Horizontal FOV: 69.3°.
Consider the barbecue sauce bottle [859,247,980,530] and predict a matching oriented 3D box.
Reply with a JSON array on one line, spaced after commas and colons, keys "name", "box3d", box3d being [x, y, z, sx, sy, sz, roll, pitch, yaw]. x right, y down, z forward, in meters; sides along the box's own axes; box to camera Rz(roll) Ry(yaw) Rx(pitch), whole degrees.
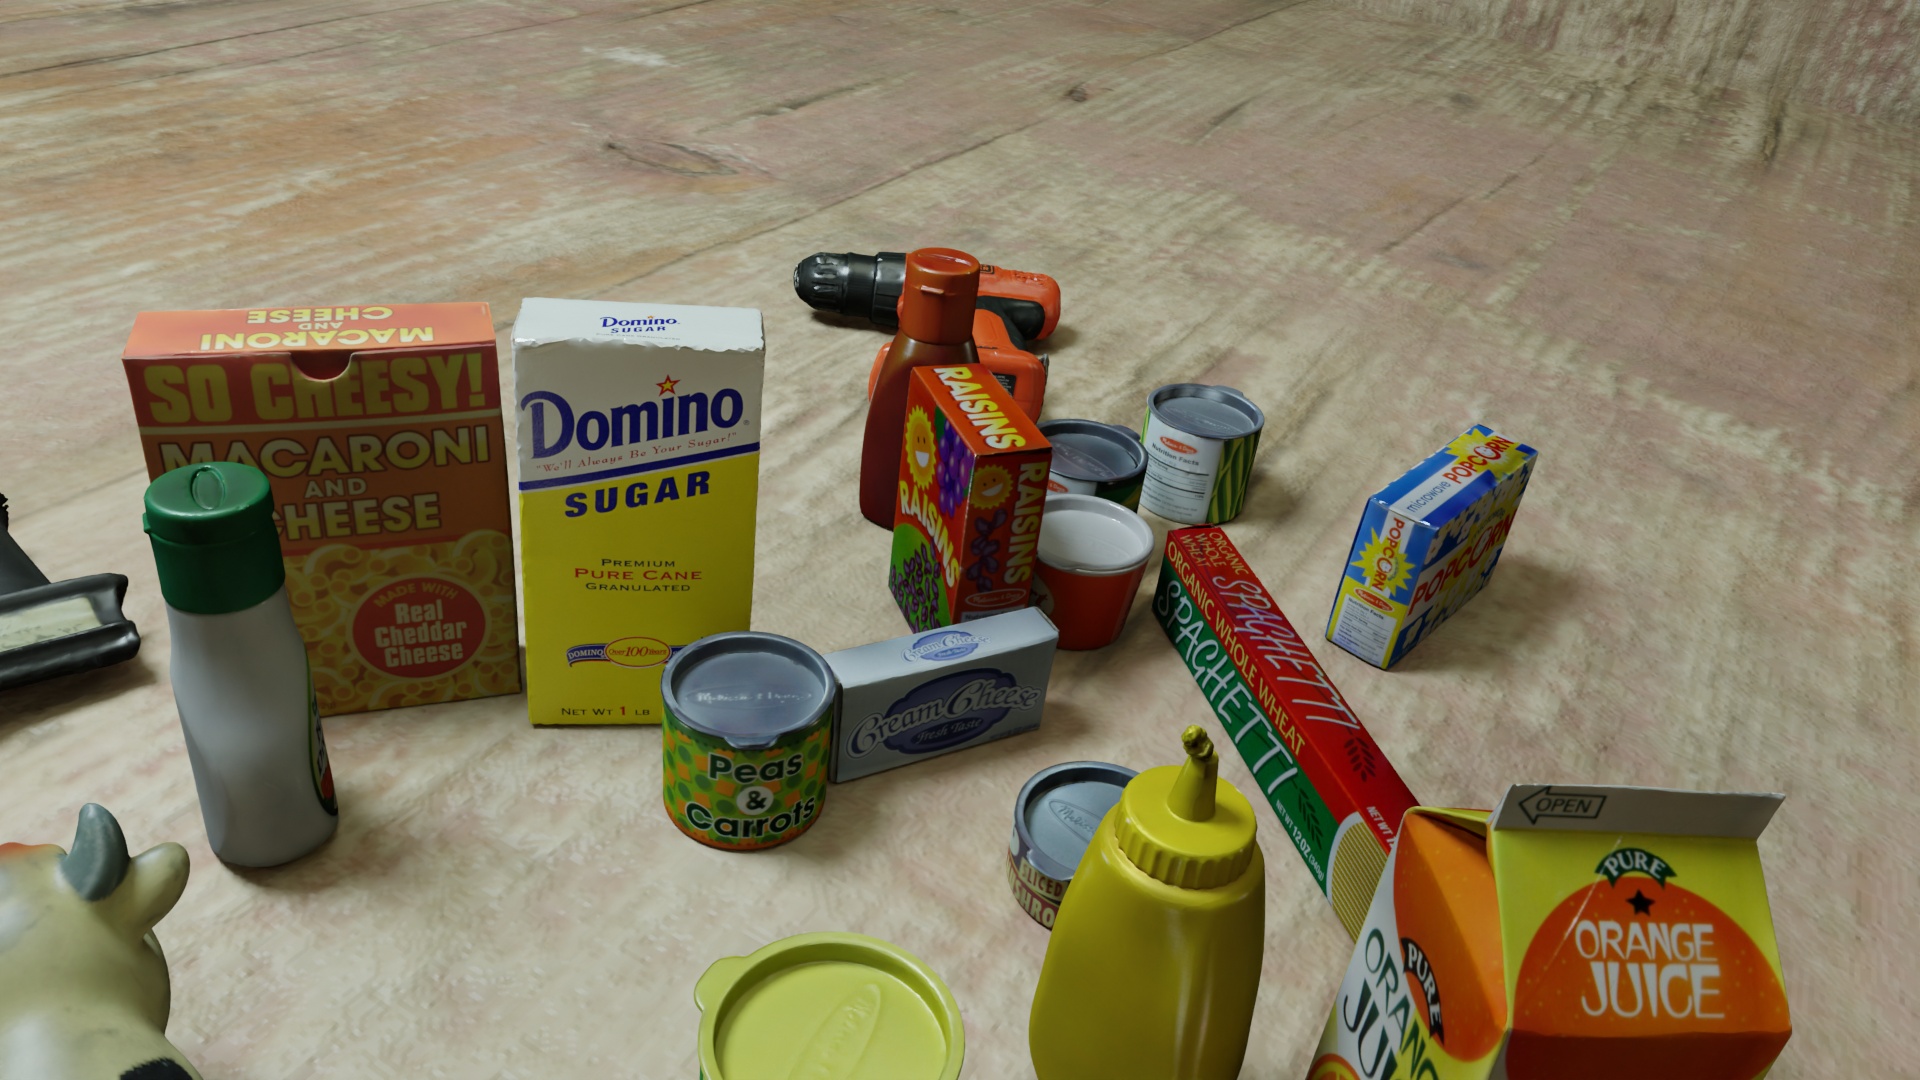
[{"name": "barbecue sauce bottle", "box3d": [-0.016, -0.075, 0.715, 0.065, 0.147, 0.044, 14, 32, 10]}]

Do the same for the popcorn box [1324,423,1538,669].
[{"name": "popcorn box", "box3d": [0.240, 0.001, 0.707, 0.038, 0.084, 0.127, 30, 38, 31]}]

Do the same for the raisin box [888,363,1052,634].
[{"name": "raisin box", "box3d": [0.002, -0.008, 0.636, 0.040, 0.122, 0.086, -6, 34, -20]}]

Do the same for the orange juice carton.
[{"name": "orange juice carton", "box3d": [0.149, 0.137, 0.371, 0.072, 0.191, 0.073, 3, 32, -6]}]

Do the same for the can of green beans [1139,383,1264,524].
[{"name": "can of green beans", "box3d": [0.134, -0.050, 0.791, 0.071, 0.057, 0.071, 5, 32, -3]}]

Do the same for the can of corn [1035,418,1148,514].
[{"name": "can of corn", "box3d": [0.064, -0.025, 0.736, 0.071, 0.058, 0.071, 5, 32, -3]}]

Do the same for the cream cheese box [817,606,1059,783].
[{"name": "cream cheese box", "box3d": [-0.010, 0.064, 0.585, 0.104, 0.053, 0.024, -11, 36, -27]}]

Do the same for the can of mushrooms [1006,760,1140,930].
[{"name": "can of mushrooms", "box3d": [0.050, 0.119, 0.529, 0.071, 0.033, 0.071, 5, 32, -3]}]

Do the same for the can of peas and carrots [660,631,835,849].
[{"name": "can of peas and carrots", "box3d": [-0.083, 0.079, 0.542, 0.071, 0.058, 0.071, 5, 32, -3]}]

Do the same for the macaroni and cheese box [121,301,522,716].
[{"name": "macaroni and cheese box", "box3d": [-0.241, -0.008, 0.546, 0.124, 0.165, 0.040, -6, 34, -20]}]

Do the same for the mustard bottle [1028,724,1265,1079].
[{"name": "mustard bottle", "box3d": [0.061, 0.117, 0.415, 0.065, 0.159, 0.049, 29, 38, 30]}]

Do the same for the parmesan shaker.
[{"name": "parmesan shaker", "box3d": [-0.039, 0.165, 0.373, 0.071, 0.102, 0.071, 5, 32, -3]}]

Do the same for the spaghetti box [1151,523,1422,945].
[{"name": "spaghetti box", "box3d": [0.141, 0.079, 0.596, 0.029, 0.050, 0.251, -2, 33, -15]}]

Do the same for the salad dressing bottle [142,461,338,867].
[{"name": "salad dressing bottle", "box3d": [-0.247, 0.045, 0.479, 0.044, 0.146, 0.064, -11, 36, -27]}]

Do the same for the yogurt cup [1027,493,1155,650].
[{"name": "yogurt cup", "box3d": [0.056, 0.016, 0.674, 0.072, 0.053, 0.073, 5, 32, -3]}]
